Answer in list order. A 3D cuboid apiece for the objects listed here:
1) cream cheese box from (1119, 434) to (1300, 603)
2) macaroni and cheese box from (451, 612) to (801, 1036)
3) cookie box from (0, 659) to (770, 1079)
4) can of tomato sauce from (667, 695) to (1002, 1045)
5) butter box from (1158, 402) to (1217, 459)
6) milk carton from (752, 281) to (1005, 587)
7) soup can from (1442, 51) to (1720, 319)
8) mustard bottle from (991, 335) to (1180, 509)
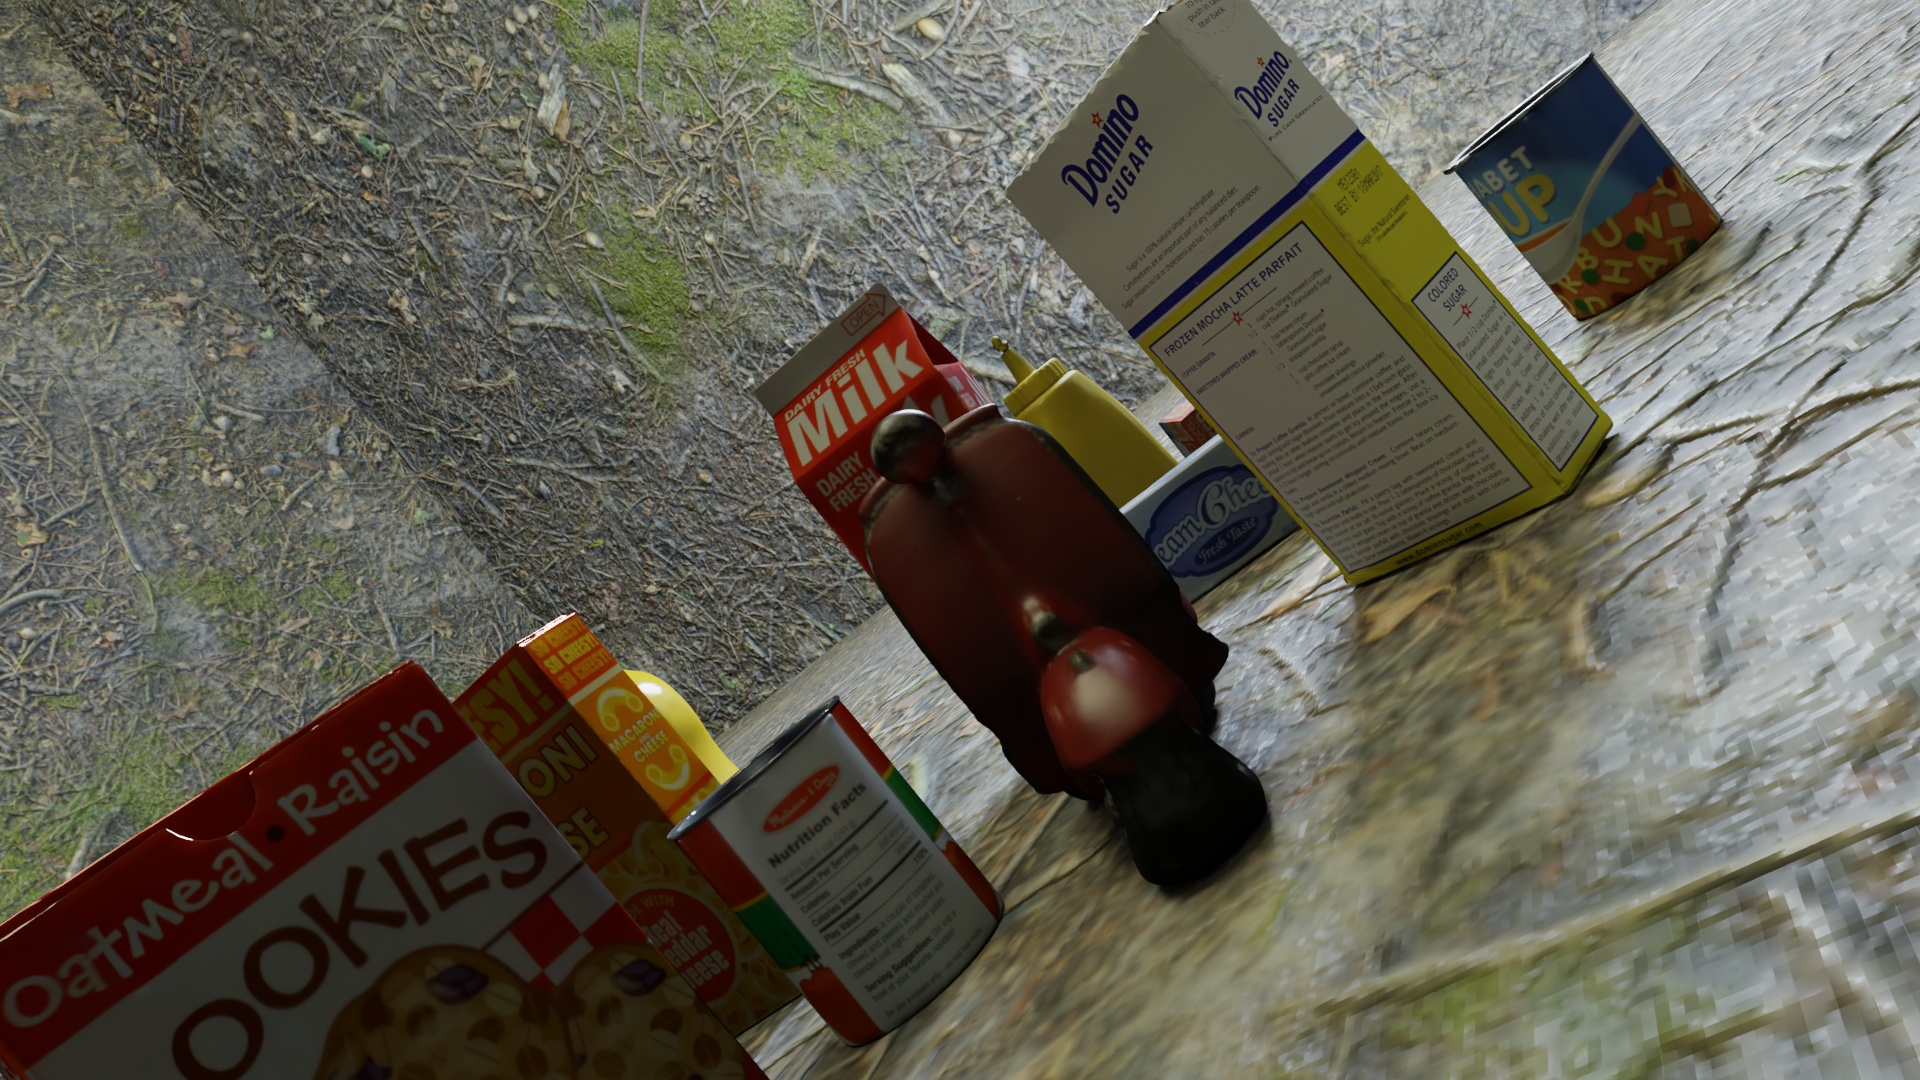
[{"bbox_3d":[0.112,-0.012,0.622,0.103,0.053,0.024,-38,2,24],"label":"cream cheese box"},{"bbox_3d":[-0.145,0.129,0.548,0.123,0.166,0.040,-39,2,25],"label":"macaroni and cheese box"},{"bbox_3d":[-0.136,0.130,0.344,0.123,0.167,0.040,-41,2,-43],"label":"cookie box"},{"bbox_3d":[-0.038,0.101,0.428,0.071,0.083,0.071,-39,2,2],"label":"can of tomato sauce"},{"bbox_3d":[0.163,-0.067,0.927,0.024,0.053,0.103,-39,2,3],"label":"butter box"},{"bbox_3d":[0.002,-0.007,0.553,0.072,0.190,0.073,-39,2,11],"label":"milk carton"},{"bbox_3d":[0.248,-0.139,0.559,0.071,0.084,0.071,-39,2,2],"label":"soup can"},{"bbox_3d":[0.071,-0.054,0.787,0.065,0.160,0.048,-40,2,-19],"label":"mustard bottle"}]
